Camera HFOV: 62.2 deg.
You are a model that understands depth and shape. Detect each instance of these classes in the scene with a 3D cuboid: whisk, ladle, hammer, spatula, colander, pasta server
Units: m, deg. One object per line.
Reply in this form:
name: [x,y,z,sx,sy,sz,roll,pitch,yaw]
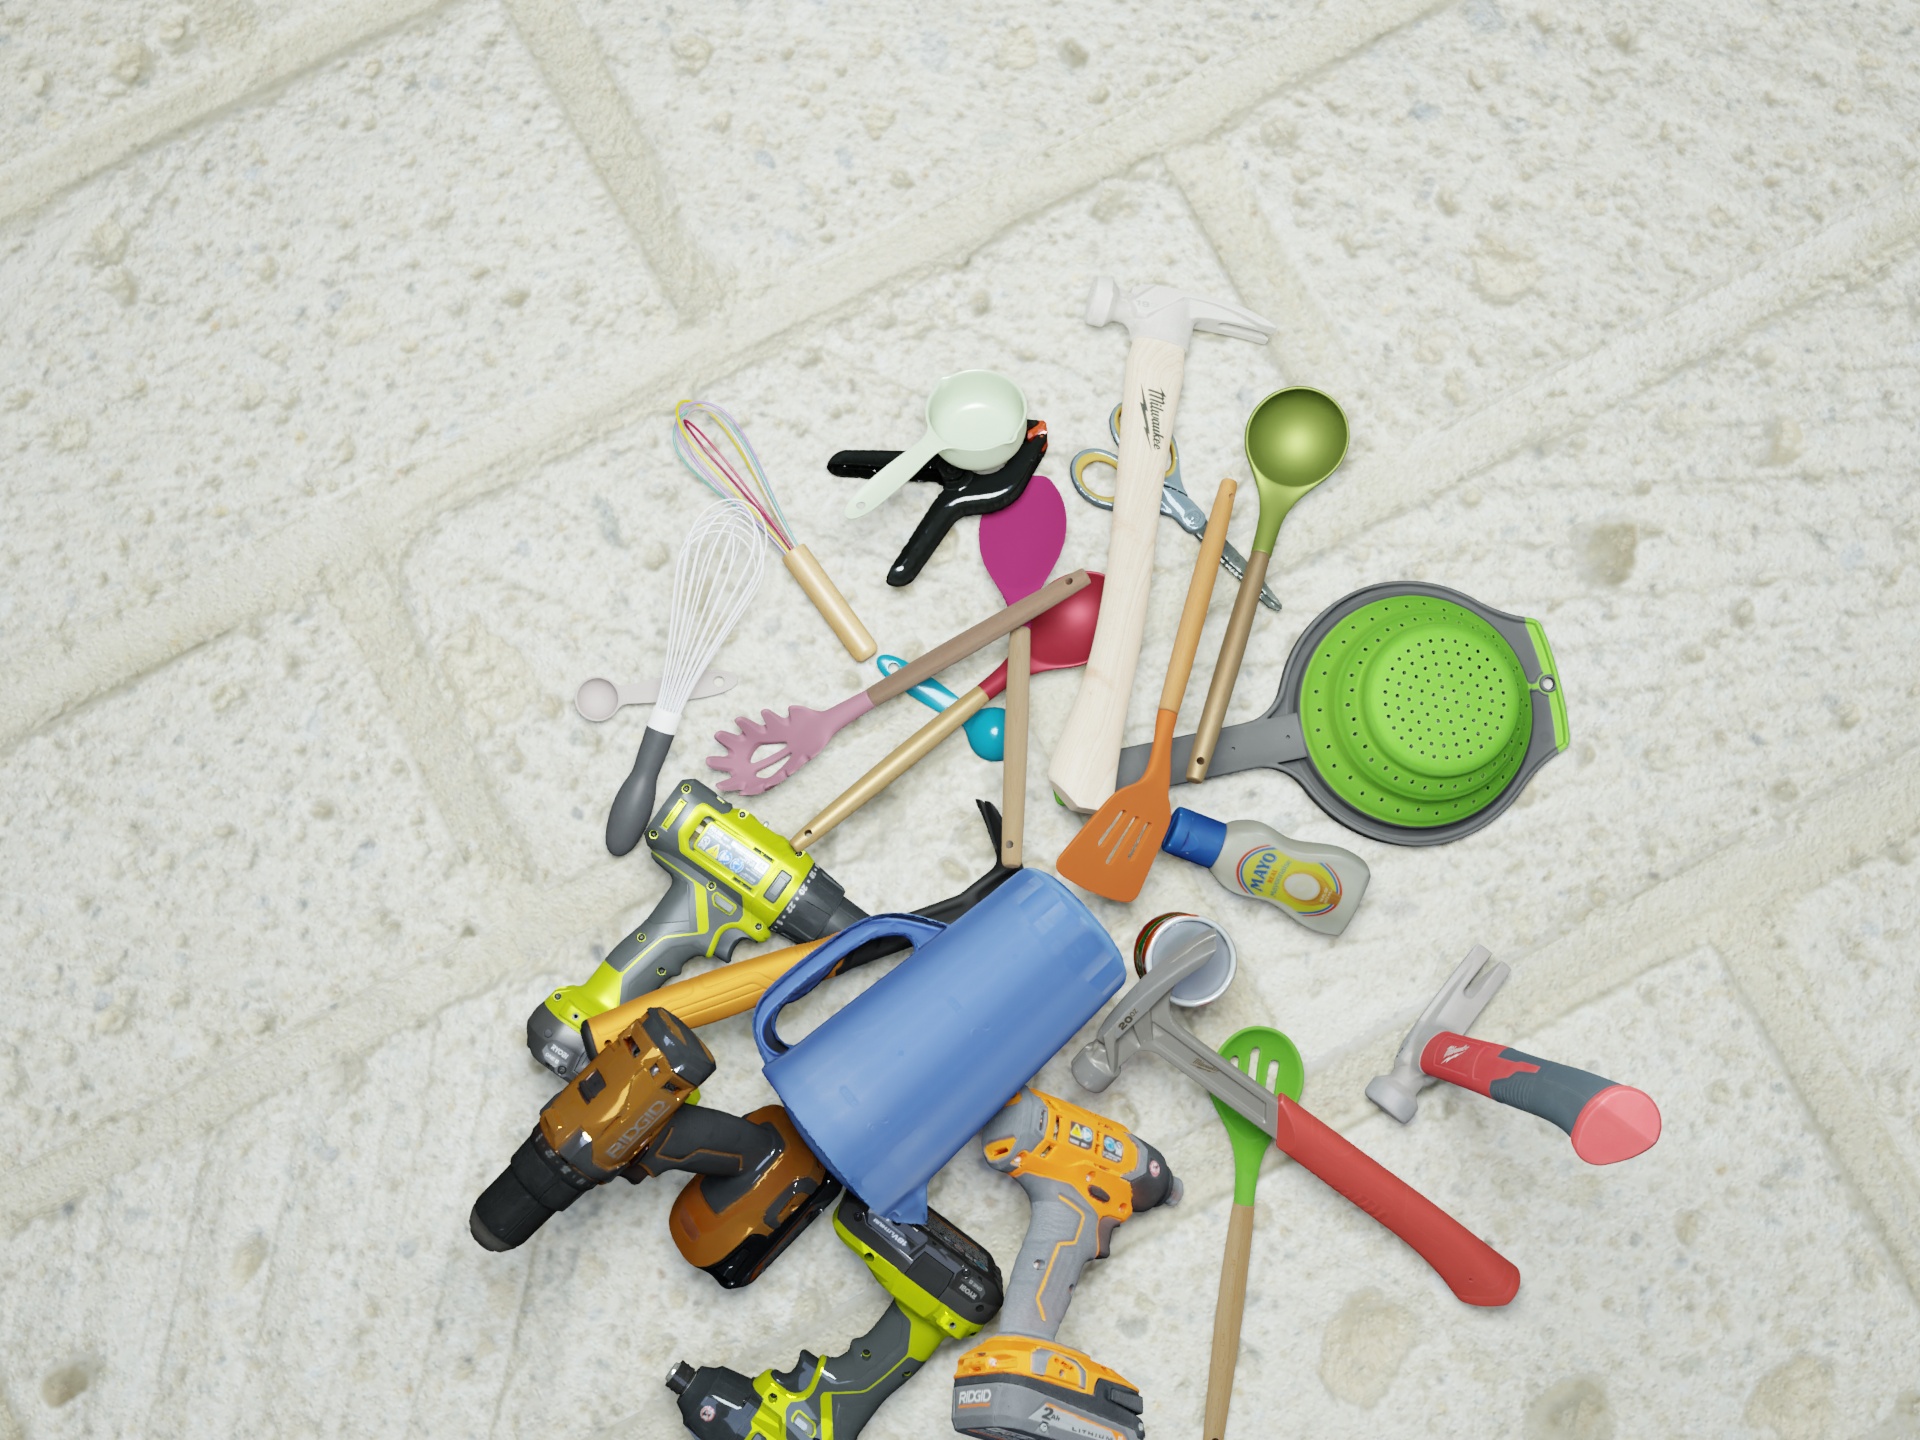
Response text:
whisk: [-0.144,-0.145,1.218,0.051,0.047,0.245,-36,88,2]
ladle: [-0.002,-0.004,1.188,0.315,0.031,0.069,-39,77,-12]
ladle: [0.217,-0.104,1.175,0.078,0.062,0.320,17,72,6]
hammer: [0.260,0.297,1.124,0.359,0.037,0.149,37,114,-8]
hammer: [0.138,-0.131,1.194,0.146,0.038,0.411,11,79,-4]
spatula: [0.150,-0.028,1.157,0.081,0.041,0.323,26,74,-33]
hammer: [0.353,0.211,1.002,0.038,0.386,0.143,38,85,4]
hammer: [-0.106,0.164,1.131,0.337,0.034,0.127,-18,98,-18]
colander: [0.264,0.006,1.172,0.397,0.094,0.204,-12,84,-1]
pasta server: [-0.046,-0.031,1.178,0.316,0.040,0.060,-29,71,10]
whisk: [-0.210,-0.030,1.190,0.070,0.070,0.284,21,96,3]

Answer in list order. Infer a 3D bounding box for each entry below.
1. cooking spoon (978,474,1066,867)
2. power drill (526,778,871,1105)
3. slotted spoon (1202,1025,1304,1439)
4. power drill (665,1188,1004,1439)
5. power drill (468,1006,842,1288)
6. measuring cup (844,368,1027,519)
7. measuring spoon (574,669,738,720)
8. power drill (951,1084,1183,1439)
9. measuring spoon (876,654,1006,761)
cooking spoon: [0.043,-0.044,1.176,0.069,0.017,0.319,-3,66,13]
power drill: [-0.187,0.182,1.165,0.190,0.080,0.228,36,82,-5]
slotted spoon: [0.202,0.380,1.166,0.070,0.031,0.314,8,86,0]
power drill: [-0.088,0.448,1.134,0.171,0.080,0.223,37,88,1]
power drill: [-0.204,0.310,1.080,0.185,0.226,0.084,-45,45,-4]
measuring cup: [-0.020,-0.195,1.185,0.167,0.038,0.083,-41,68,-13]
measuring spoon: [-0.233,-0.023,1.222,0.124,0.018,0.034,-8,94,-7]
power drill: [0.082,0.383,1.097,0.164,0.084,0.227,26,54,-24]
measuring spoon: [-0.010,-0.014,1.212,0.128,0.021,0.042,33,85,2]
